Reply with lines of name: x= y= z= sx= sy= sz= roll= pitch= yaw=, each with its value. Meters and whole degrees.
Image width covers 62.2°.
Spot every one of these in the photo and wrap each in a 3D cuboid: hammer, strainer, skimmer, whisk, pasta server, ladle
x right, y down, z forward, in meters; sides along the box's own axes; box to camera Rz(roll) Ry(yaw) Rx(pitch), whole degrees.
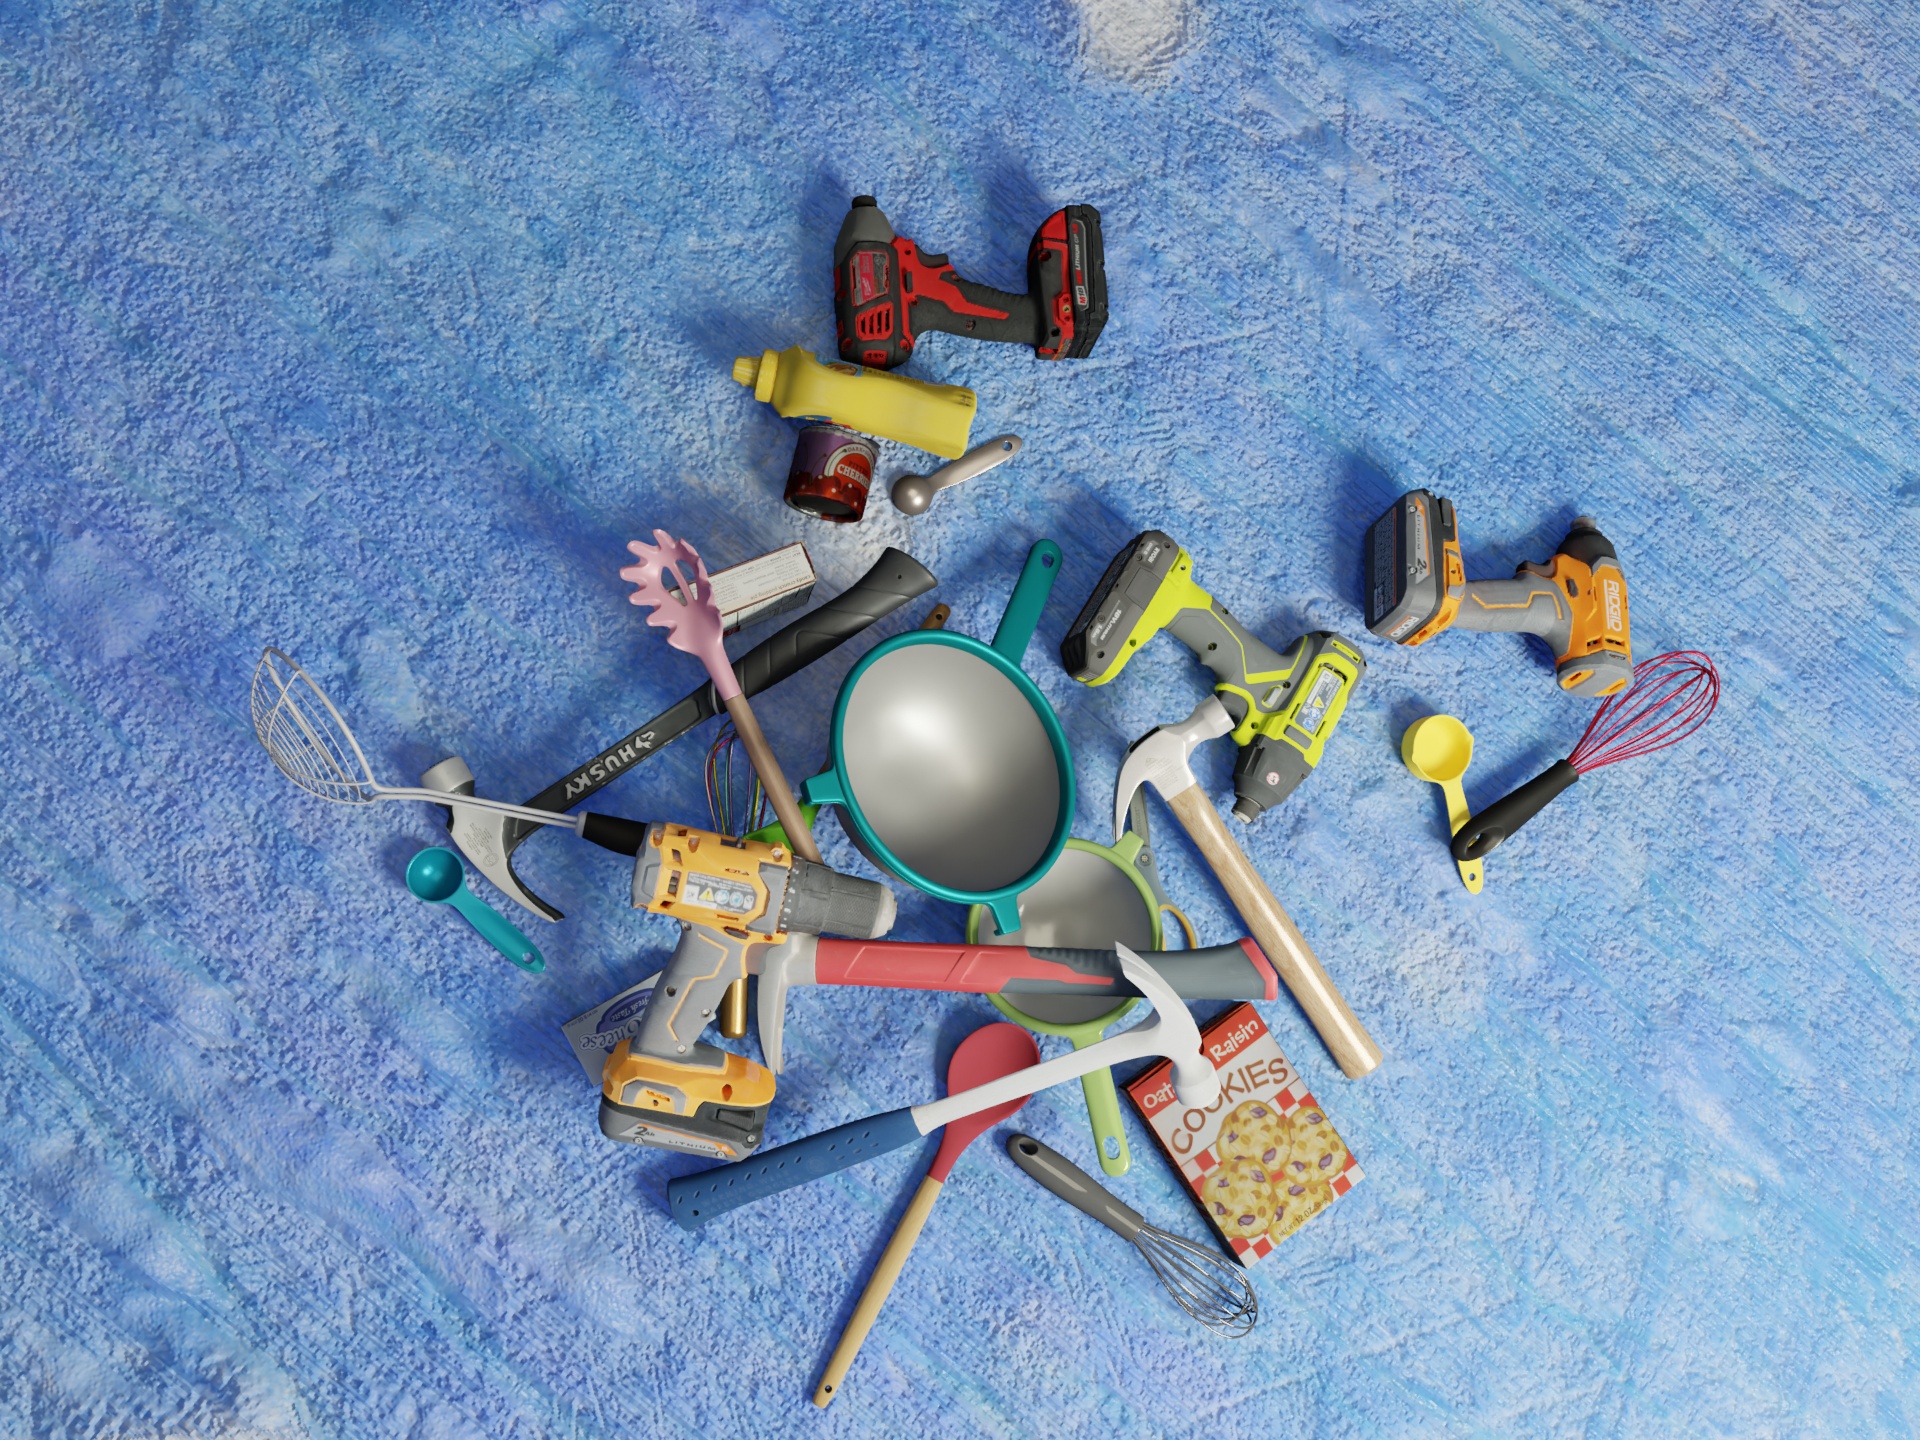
hammer: x=0.234 y=0.149 z=1.264 sx=0.130 sy=0.031 sz=0.331 roll=-33 pitch=98 yaw=7
strainer: x=0.094 y=0.218 z=1.227 sx=0.151 sy=0.069 sz=0.256 roll=-14 pitch=80 yaw=7
skimmer: x=-0.326 y=0.035 z=1.140 sx=0.363 sy=0.127 sz=0.090 roll=13 pitch=62 yaw=-11
hammer: x=0.039 y=0.201 z=1.183 sx=0.386 sy=0.038 sz=0.143 roll=1 pitch=82 yaw=10
whisk: x=0.132 y=0.395 z=1.229 sx=0.239 sy=0.055 sz=0.055 roll=36 pitch=77 yaw=1
hammer: x=-0.023 y=0.281 z=1.152 sx=0.405 sy=0.035 sz=0.144 roll=-21 pitch=117 yaw=6
hammer: x=-0.196 y=-0.004 z=1.189 sx=0.409 sy=0.036 sz=0.149 roll=-32 pitch=88 yaw=1
pasta server: x=-0.156 y=0.009 z=1.154 sx=0.060 sy=0.040 sz=0.316 roll=-25 pitch=91 yaw=12
ladle: x=-0.031 y=0.374 z=1.211 sx=0.069 sy=0.031 sz=0.315 roll=29 pitch=79 yaw=-2
strainer: x=-0.002 y=-0.004 z=1.233 sx=0.211 sy=0.095 sz=0.341 roll=36 pitch=53 yaw=-17
whisk: x=-0.173 y=0.120 z=1.223 sx=0.047 sy=0.051 sz=0.245 roll=0 pitch=85 yaw=11
whisk: x=0.528 y=0.031 z=1.345 sx=0.296 sy=0.073 sz=0.073 roll=-34 pitch=88 yaw=-12

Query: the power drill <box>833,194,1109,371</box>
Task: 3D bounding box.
power drill: x=0.004 y=-0.364 z=1.311 sx=0.219 sy=0.078 sz=0.143 roll=-3 pitch=81 yaw=-8

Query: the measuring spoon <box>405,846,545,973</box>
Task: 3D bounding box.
measuring spoon: x=-0.362 y=0.145 z=1.196 sx=0.128 sy=0.021 sz=0.042 roll=45 pitch=76 yaw=-10

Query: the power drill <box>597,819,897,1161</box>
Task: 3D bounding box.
power drill: x=-0.155 y=0.193 z=1.132 sx=0.185 sy=0.084 sz=0.226 roll=12 pitch=102 yaw=-8

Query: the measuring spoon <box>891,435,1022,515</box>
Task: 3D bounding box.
measuring spoon: x=-0.001 y=-0.207 z=1.312 sx=0.124 sy=0.018 sz=0.034 roll=-29 pitch=87 yaw=-14

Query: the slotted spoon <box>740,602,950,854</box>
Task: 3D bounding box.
slotted spoon: x=-0.090 y=0.029 z=1.233 sx=0.070 sy=0.031 sz=0.314 roll=37 pitch=66 yaw=-9

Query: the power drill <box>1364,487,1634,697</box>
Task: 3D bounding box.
power drill: x=0.460 y=-0.121 z=1.346 sx=0.226 sy=0.084 sz=0.164 roll=13 pitch=64 yaw=-12

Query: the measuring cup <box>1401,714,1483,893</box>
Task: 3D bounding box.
measuring cup: x=0.411 y=0.071 z=1.343 sx=0.062 sy=0.029 sz=0.156 roll=-17 pitch=96 yaw=-17

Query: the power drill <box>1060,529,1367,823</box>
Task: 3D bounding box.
power drill: x=0.202 y=-0.037 z=1.293 sx=0.223 sy=0.080 sz=0.171 roll=33 pitch=77 yaw=-7
